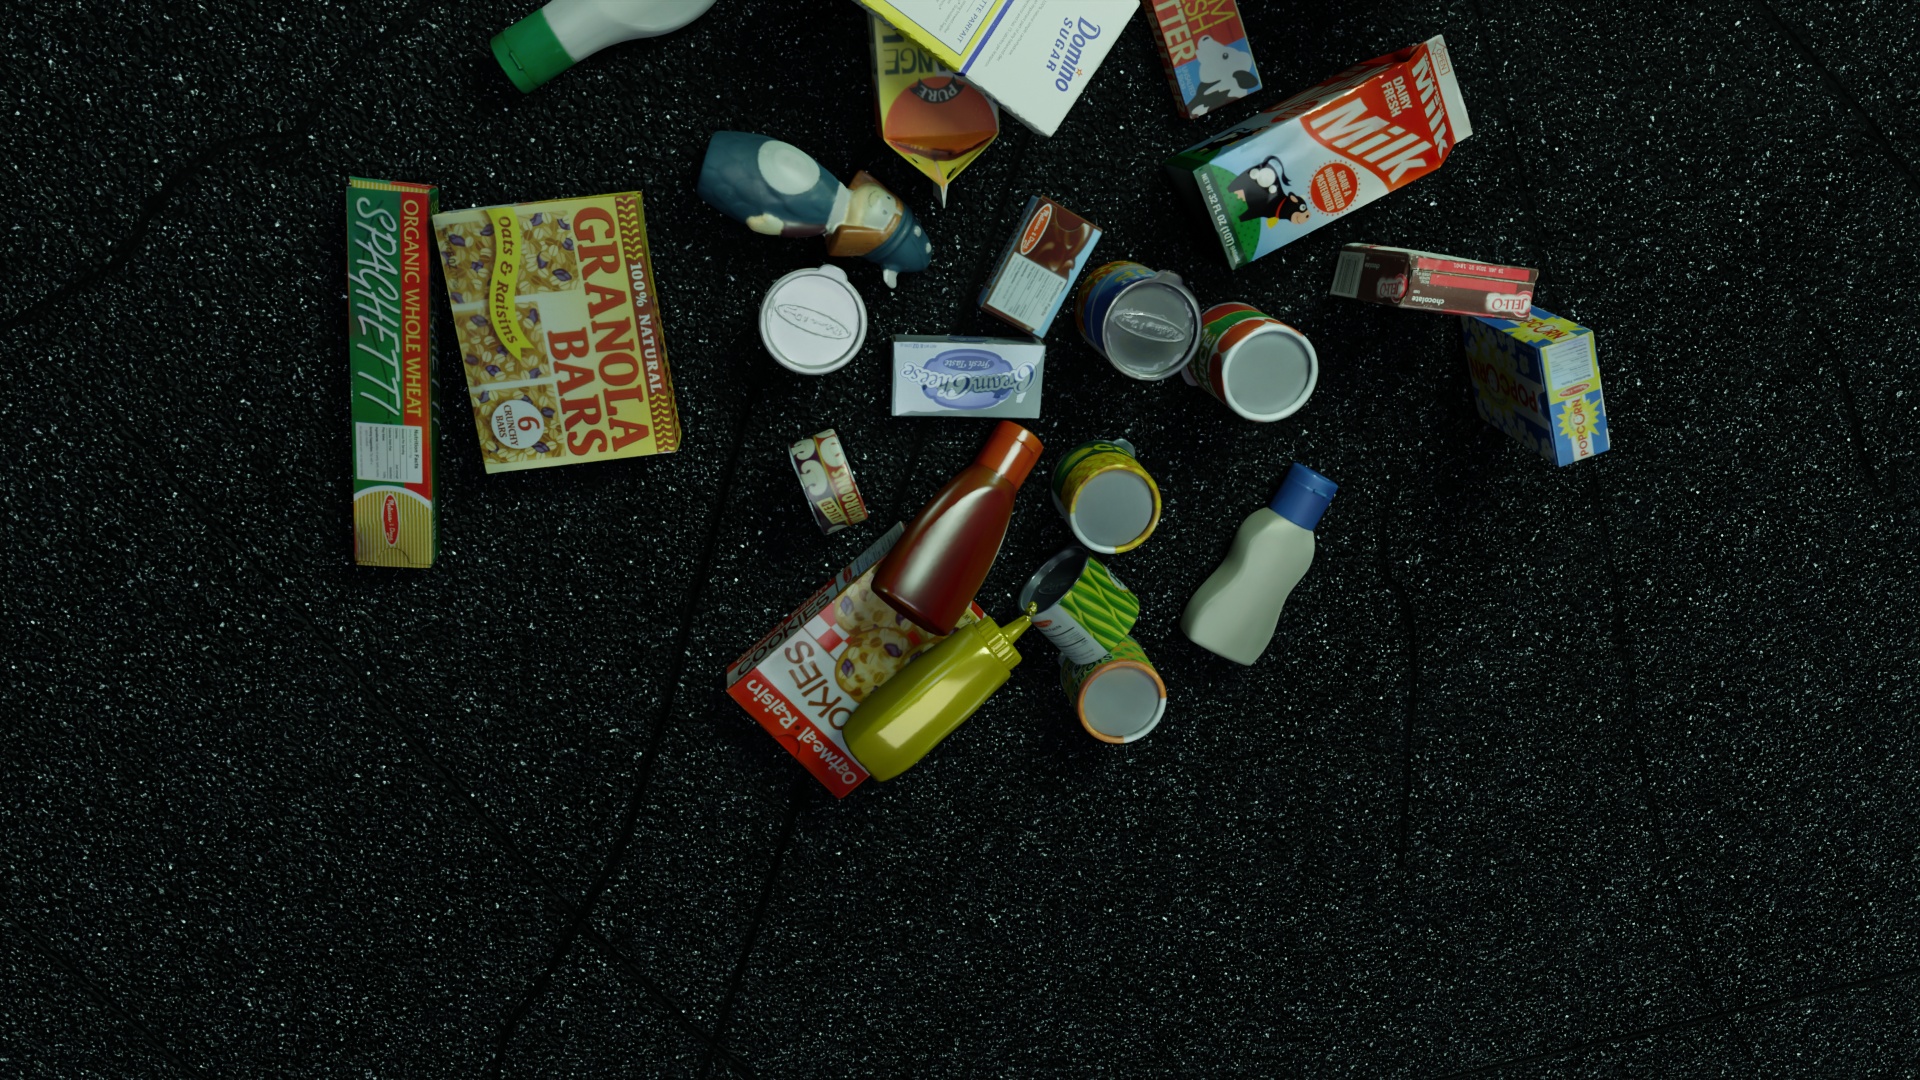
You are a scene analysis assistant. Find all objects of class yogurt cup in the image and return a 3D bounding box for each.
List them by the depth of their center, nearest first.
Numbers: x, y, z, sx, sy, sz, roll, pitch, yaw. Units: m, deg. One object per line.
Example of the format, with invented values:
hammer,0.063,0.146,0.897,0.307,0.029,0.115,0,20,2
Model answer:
yogurt cup,-0.096,-0.146,0.899,0.072,0.054,0.072,-3,109,-7

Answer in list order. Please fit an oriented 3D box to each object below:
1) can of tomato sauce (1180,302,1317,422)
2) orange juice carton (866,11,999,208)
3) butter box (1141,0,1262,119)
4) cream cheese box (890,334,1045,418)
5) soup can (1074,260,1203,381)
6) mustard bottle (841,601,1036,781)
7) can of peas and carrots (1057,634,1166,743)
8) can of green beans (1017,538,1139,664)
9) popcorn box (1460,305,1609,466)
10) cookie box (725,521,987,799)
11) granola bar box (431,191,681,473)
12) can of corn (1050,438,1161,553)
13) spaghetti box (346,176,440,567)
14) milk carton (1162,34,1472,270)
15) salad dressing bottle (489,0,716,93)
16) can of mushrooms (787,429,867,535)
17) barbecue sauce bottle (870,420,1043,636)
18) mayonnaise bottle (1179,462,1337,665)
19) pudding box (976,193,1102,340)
can of tomato sauce,0.192,-0.120,0.935,0.071,0.083,0.071,-3,109,-8
orange juice carton,-0.019,-0.304,0.847,0.073,0.072,0.192,-6,109,-6
butter box,0.151,-0.329,0.889,0.053,0.024,0.103,-24,111,0
cream cheese box,0.004,-0.111,0.942,0.104,0.024,0.053,0,110,-8
soup can,0.116,-0.149,0.914,0.071,0.084,0.071,-3,110,-8
mustard bottle,-0.007,0.097,0.949,0.160,0.065,0.048,-39,106,0
can of peas and carrots,0.109,0.105,1.014,0.071,0.059,0.070,-3,109,-8
can of green beans,0.084,0.045,0.985,0.071,0.071,0.057,-43,110,8
popcorn box,0.388,-0.111,0.944,0.038,0.127,0.085,-17,111,2
cookie box,-0.065,0.087,0.991,0.167,0.040,0.122,-40,110,6
granola bar box,-0.254,-0.133,0.888,0.124,0.039,0.165,-7,110,-5
can of corn,0.102,-0.032,0.965,0.071,0.058,0.071,-3,110,-8
spaghetti box,-0.360,-0.104,0.887,0.050,0.029,0.249,4,108,-10
milk carton,0.237,-0.253,0.901,0.190,0.073,0.072,-26,111,1
salad dressing bottle,-0.209,-0.320,0.828,0.147,0.044,0.064,-30,112,4
can of mushrooms,-0.088,-0.038,0.928,0.033,0.071,0.070,-21,111,-2
barbecue sauce bottle,0.003,-0.012,0.940,0.065,0.043,0.149,39,76,-26
mayonnaise bottle,0.221,0.016,1.010,0.065,0.041,0.147,25,103,-17
pudding box,0.052,-0.182,0.922,0.049,0.030,0.083,26,103,-15
